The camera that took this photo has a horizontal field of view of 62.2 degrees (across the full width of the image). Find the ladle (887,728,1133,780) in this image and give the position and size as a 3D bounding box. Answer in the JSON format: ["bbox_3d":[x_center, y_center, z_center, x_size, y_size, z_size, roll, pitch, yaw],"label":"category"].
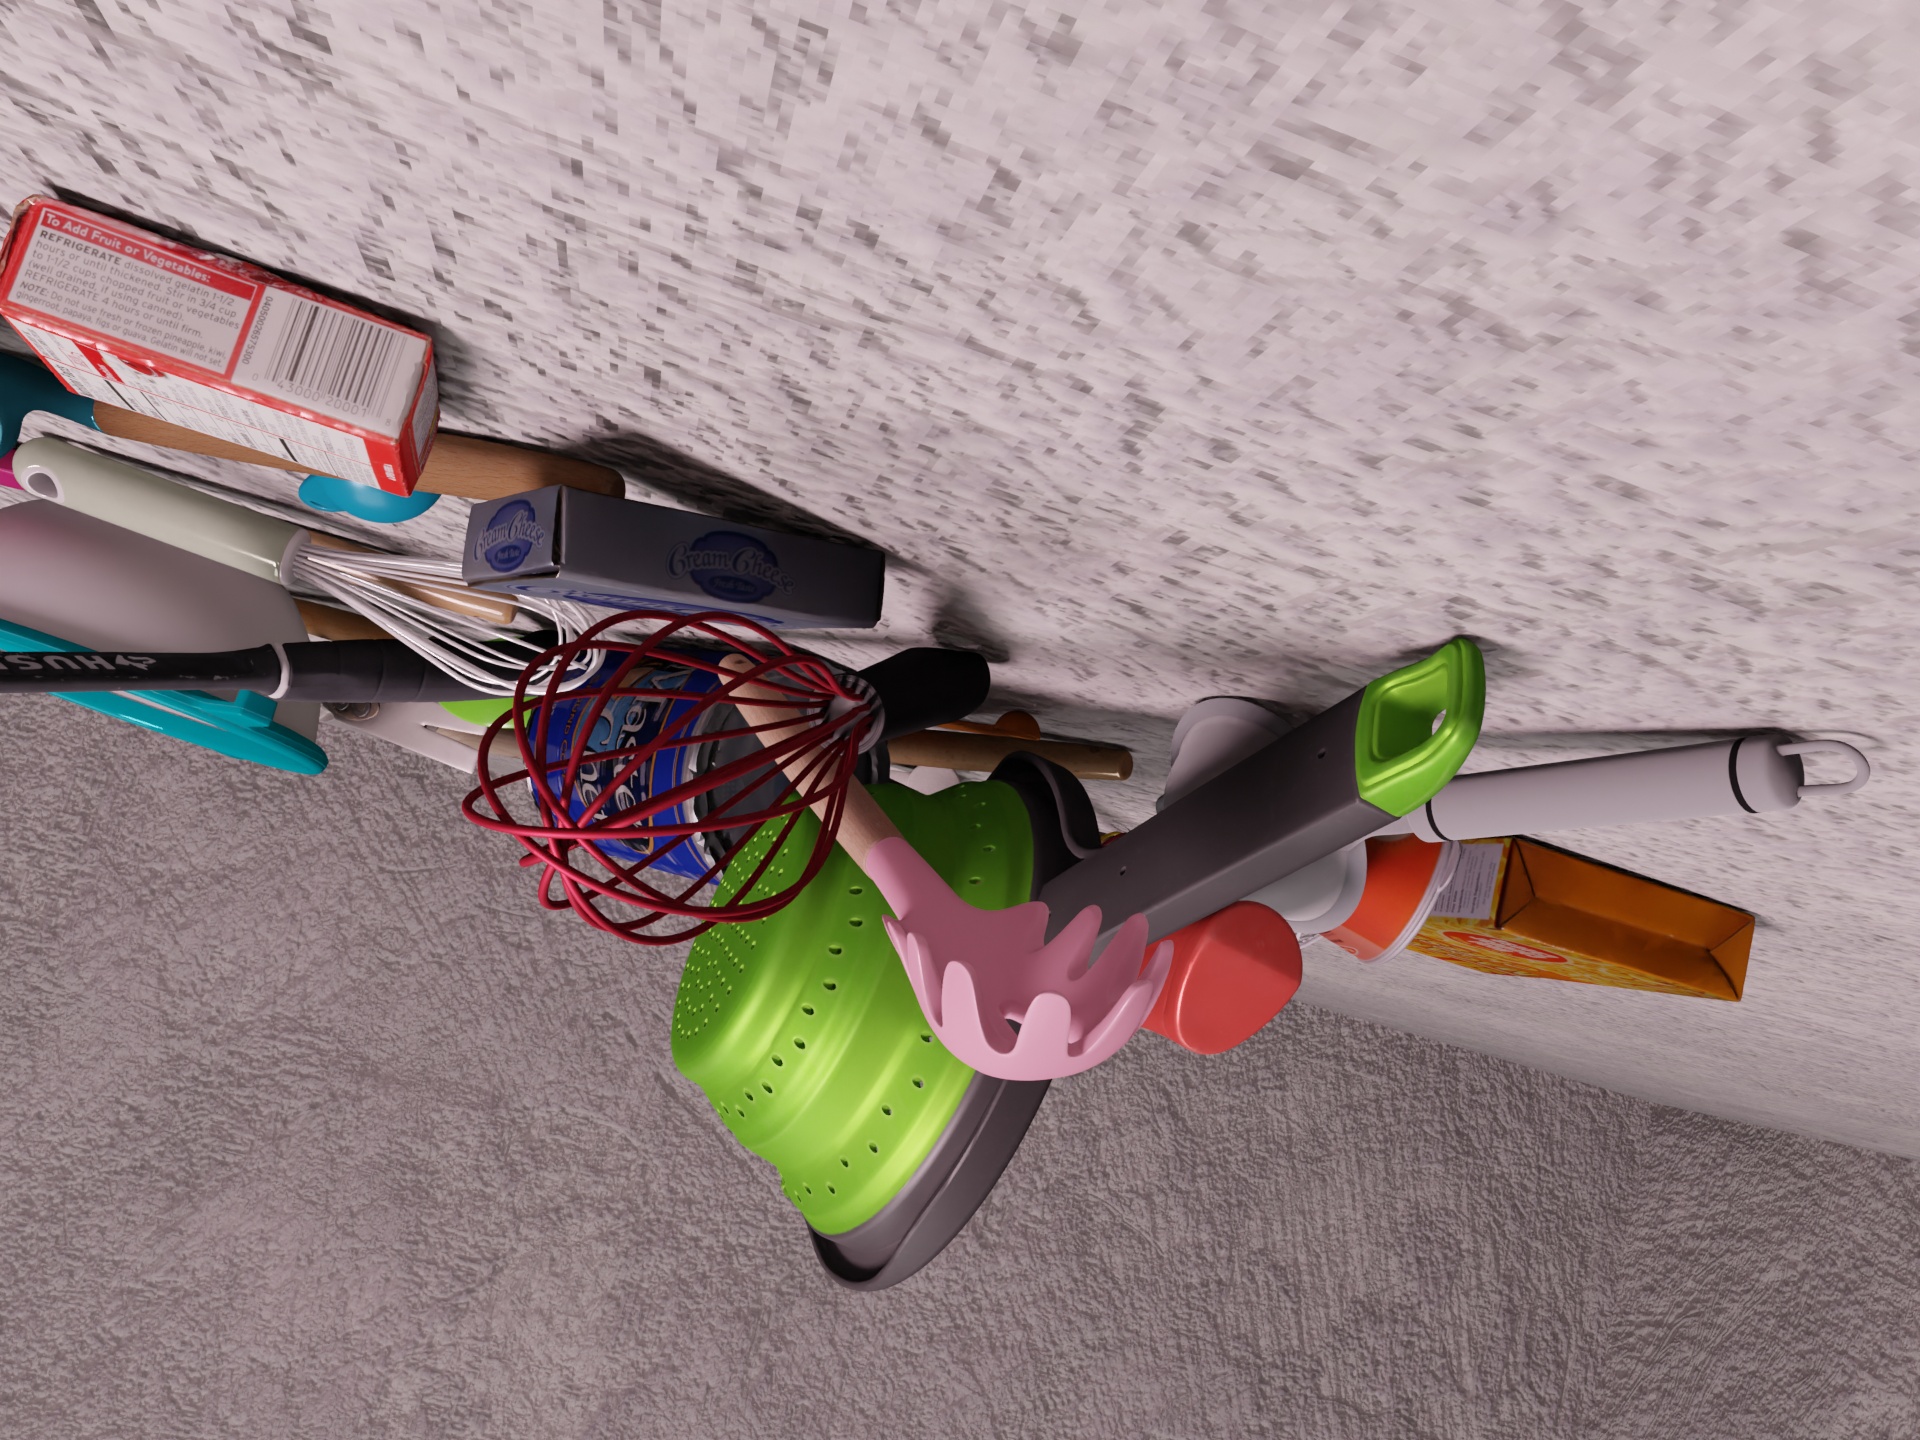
[{"bbox_3d":[-0.054,0.021,0.776,0.320,0.062,0.078,4,-154,37],"label":"ladle"}]

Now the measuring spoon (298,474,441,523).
[{"bbox_3d":[-0.212,-0.075,0.548,0.042,0.021,0.129,21,169,-30],"label":"measuring spoon"}]

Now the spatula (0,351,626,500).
[{"bbox_3d":[-0.245,-0.083,0.485,0.317,0.044,0.082,11,143,19],"label":"spatula"}]

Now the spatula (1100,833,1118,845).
[{"bbox_3d":[0.063,0.074,1.026,0.316,0.018,0.059,15,173,10],"label":"spatula"}]

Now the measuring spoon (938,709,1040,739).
[{"bbox_3d":[-0.001,-0.002,0.692,0.021,0.011,0.117,17,175,-31],"label":"measuring spoon"}]

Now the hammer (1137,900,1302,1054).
[{"bbox_3d":[0.015,0.096,0.631,0.036,0.149,0.359,28,158,-18],"label":"hammer"}]

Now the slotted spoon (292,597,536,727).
[{"bbox_3d":[-0.326,-0.046,0.890,0.314,0.070,0.031,14,128,36],"label":"slotted spoon"}]

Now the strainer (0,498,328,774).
[{"bbox_3d":[-0.415,-0.042,0.847,0.211,0.095,0.340,19,168,-7],"label":"strainer"}]

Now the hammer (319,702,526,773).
[{"bbox_3d":[-0.231,0.026,1.051,0.146,0.038,0.410,16,178,29],"label":"hammer"}]

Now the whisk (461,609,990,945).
[{"bbox_3d":[-0.038,0.000,0.427,0.073,0.073,0.296,13,-170,13],"label":"whisk"}]

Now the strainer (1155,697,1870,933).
[{"bbox_3d":[0.133,0.027,0.471,0.050,0.087,0.258,-29,-170,-36],"label":"strainer"}]

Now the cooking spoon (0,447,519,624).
[{"bbox_3d":[-0.348,-0.093,0.689,0.319,0.017,0.068,17,171,-4],"label":"cooking spoon"}]

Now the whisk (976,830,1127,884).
[{"bbox_3d":[0.059,0.087,0.893,0.051,0.047,0.244,-4,176,29],"label":"whisk"}]

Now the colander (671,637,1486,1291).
[{"bbox_3d":[-0.003,0.058,0.516,0.094,0.205,0.397,26,145,-18],"label":"colander"}]

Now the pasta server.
[{"bbox_3d":[-0.030,0.024,0.485,0.060,0.040,0.316,-2,-160,-22],"label":"pasta server"}]

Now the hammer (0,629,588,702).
[{"bbox_3d":[-0.276,-0.018,0.615,0.149,0.036,0.408,30,-166,22],"label":"hammer"}]

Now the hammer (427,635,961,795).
[{"bbox_3d":[-0.160,0.007,0.951,0.331,0.031,0.130,16,171,1],"label":"hammer"}]

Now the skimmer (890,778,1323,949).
[{"bbox_3d":[0.027,0.034,0.769,0.363,0.090,0.127,20,-170,40],"label":"skimmer"}]

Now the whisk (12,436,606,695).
[{"bbox_3d":[-0.264,-0.065,0.650,0.246,0.059,0.057,20,134,-5],"label":"whisk"}]
